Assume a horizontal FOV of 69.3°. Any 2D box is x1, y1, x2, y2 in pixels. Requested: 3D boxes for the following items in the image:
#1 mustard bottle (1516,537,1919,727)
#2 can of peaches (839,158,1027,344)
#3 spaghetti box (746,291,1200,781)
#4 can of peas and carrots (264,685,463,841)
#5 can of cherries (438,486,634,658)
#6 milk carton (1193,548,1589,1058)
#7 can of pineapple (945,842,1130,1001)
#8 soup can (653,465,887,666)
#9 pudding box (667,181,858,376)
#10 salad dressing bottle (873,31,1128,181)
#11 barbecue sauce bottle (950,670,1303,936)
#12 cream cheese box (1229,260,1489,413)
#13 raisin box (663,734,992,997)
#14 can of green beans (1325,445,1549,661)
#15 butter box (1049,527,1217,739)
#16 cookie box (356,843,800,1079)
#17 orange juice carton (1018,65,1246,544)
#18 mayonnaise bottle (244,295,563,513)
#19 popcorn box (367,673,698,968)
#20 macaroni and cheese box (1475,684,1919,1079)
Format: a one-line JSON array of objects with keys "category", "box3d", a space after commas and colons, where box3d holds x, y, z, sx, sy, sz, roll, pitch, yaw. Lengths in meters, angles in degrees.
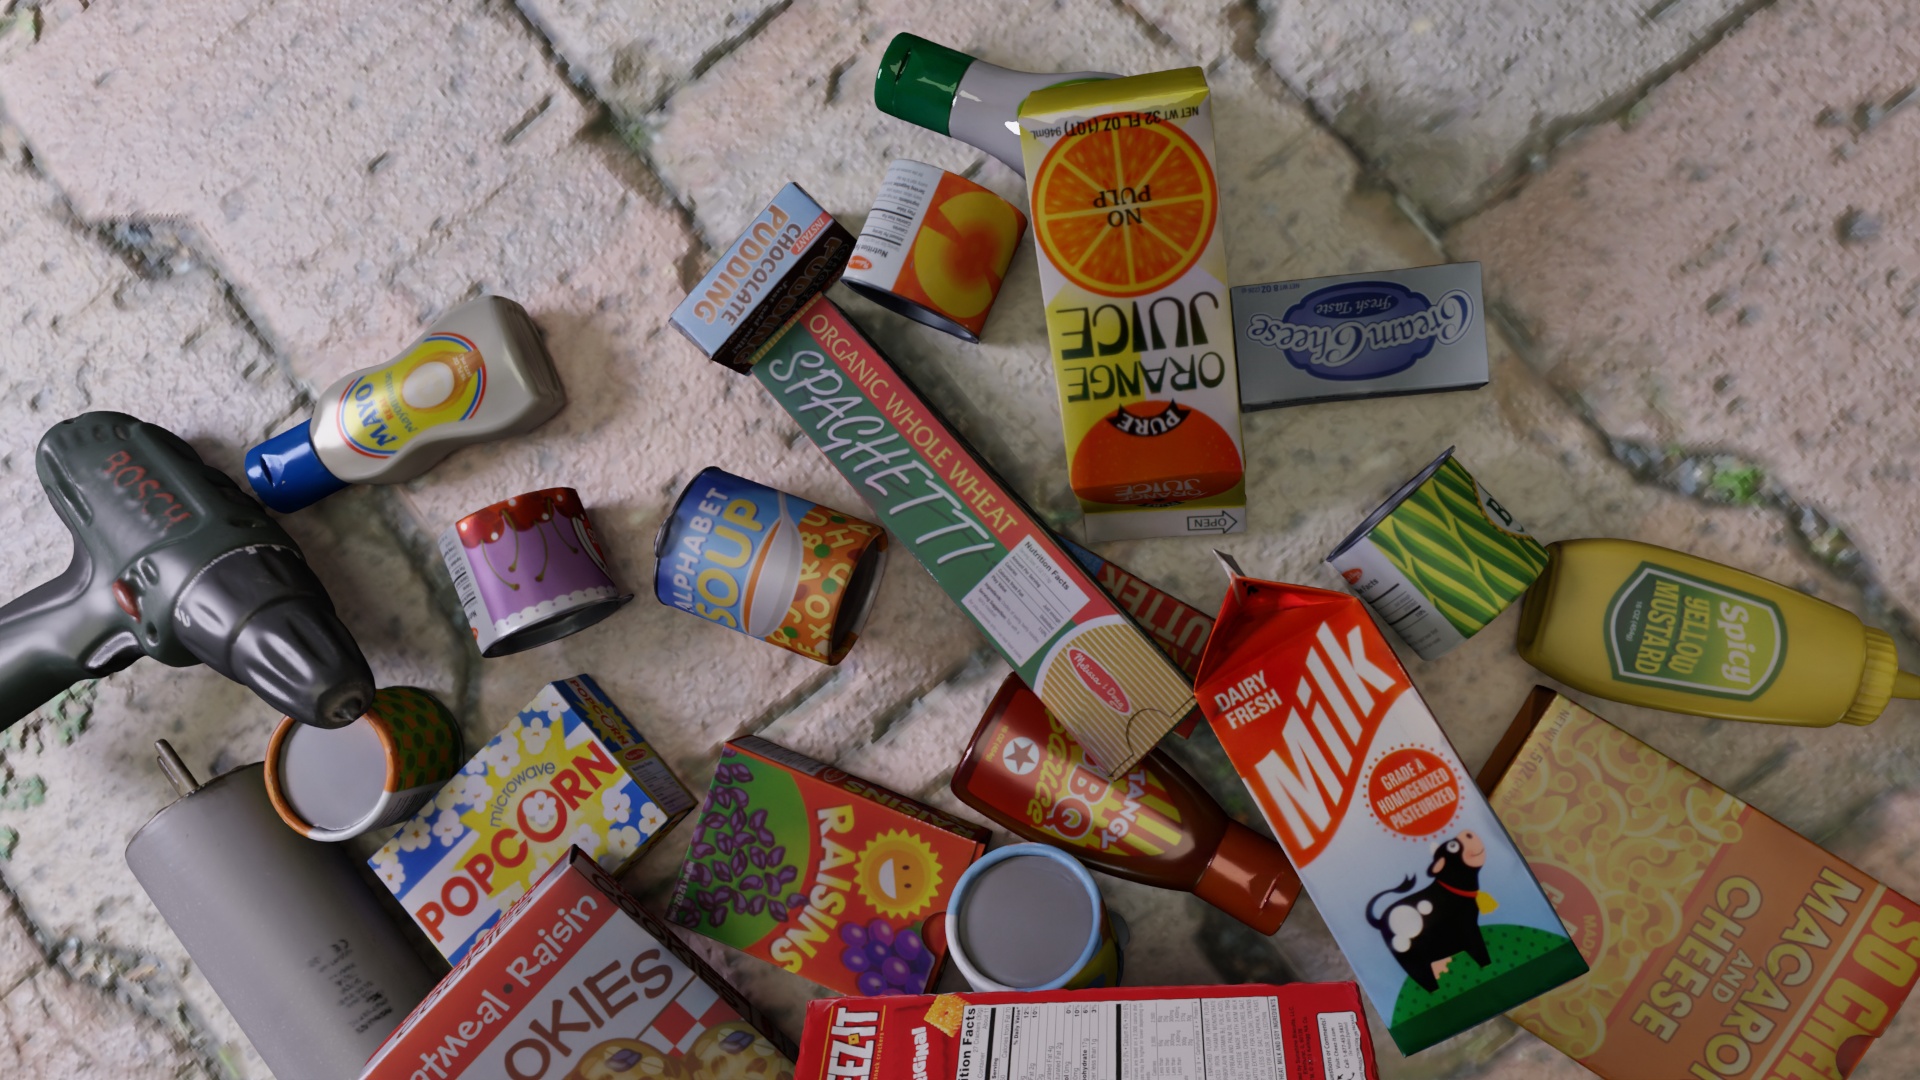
[{"category": "mustard bottle", "box3d": [0.310, 0.042, 0.552, 0.160, 0.049, 0.065, 12, 92, 10]}, {"category": "can of peaches", "box3d": [-0.009, -0.126, 0.607, 0.071, 0.071, 0.058, 23, 92, 10]}, {"category": "spaghetti box", "box3d": [0.002, -0.007, 0.597, 0.050, 0.028, 0.250, -44, 71, 7]}, {"category": "can of peas and carrots", "box3d": [-0.279, 0.101, 0.648, 0.071, 0.059, 0.071, 0, 88, 10]}, {"category": "can of cherries", "box3d": [-0.193, 0.014, 0.634, 0.071, 0.071, 0.058, -25, 83, 8]}, {"category": "milk carton", "box3d": [0.150, 0.086, 0.533, 0.073, 0.072, 0.191, -31, 77, 12]}, {"category": "can of pineapple", "box3d": [0.033, 0.166, 0.579, 0.071, 0.057, 0.071, -7, 54, 10]}, {"category": "soup can", "box3d": [-0.083, 0.011, 0.610, 0.084, 0.071, 0.071, 19, 92, 10]}, {"category": "pudding box", "box3d": [-0.087, -0.116, 0.627, 0.030, 0.049, 0.083, 44, 95, 10]}, {"category": "salad dressing bottle", "box3d": [0.035, -0.182, 0.611, 0.148, 0.044, 0.064, 23, 93, 10]}, {"category": "barbecue sauce bottle", "box3d": [0.073, 0.116, 0.593, 0.148, 0.043, 0.065, 28, 87, 9]}, {"category": "cream cheese box", "box3d": [0.170, -0.087, 0.594, 0.104, 0.024, 0.053, -5, 88, 9]}, {"category": "raisin box", "box3d": [-0.058, 0.148, 0.617, 0.123, 0.040, 0.086, 20, 91, 9]}, {"category": "can of green beans", "box3d": [0.194, 0.007, 0.565, 0.071, 0.071, 0.058, -43, 82, 6]}, {"category": "butter box", "box3d": [0.066, 0.039, 0.607, 0.103, 0.024, 0.053, 29, 94, 10]}, {"category": "cookie box", "box3d": [-0.149, 0.234, 0.595, 0.167, 0.040, 0.123, 45, 80, -7]}, {"category": "orange juice carton", "box3d": [0.074, -0.087, 0.566, 0.072, 0.073, 0.191, -6, 114, 10]}, {"category": "mayonnaise bottle", "box3d": [-0.266, -0.059, 0.660, 0.148, 0.041, 0.065, -25, 86, 8]}, {"category": "popcorn box", "box3d": [-0.198, 0.136, 0.642, 0.126, 0.038, 0.085, -44, 82, 6]}, {"category": "macaroni and cheese box", "box3d": [0.278, 0.155, 0.558, 0.166, 0.040, 0.123, 32, 94, 10]}]
